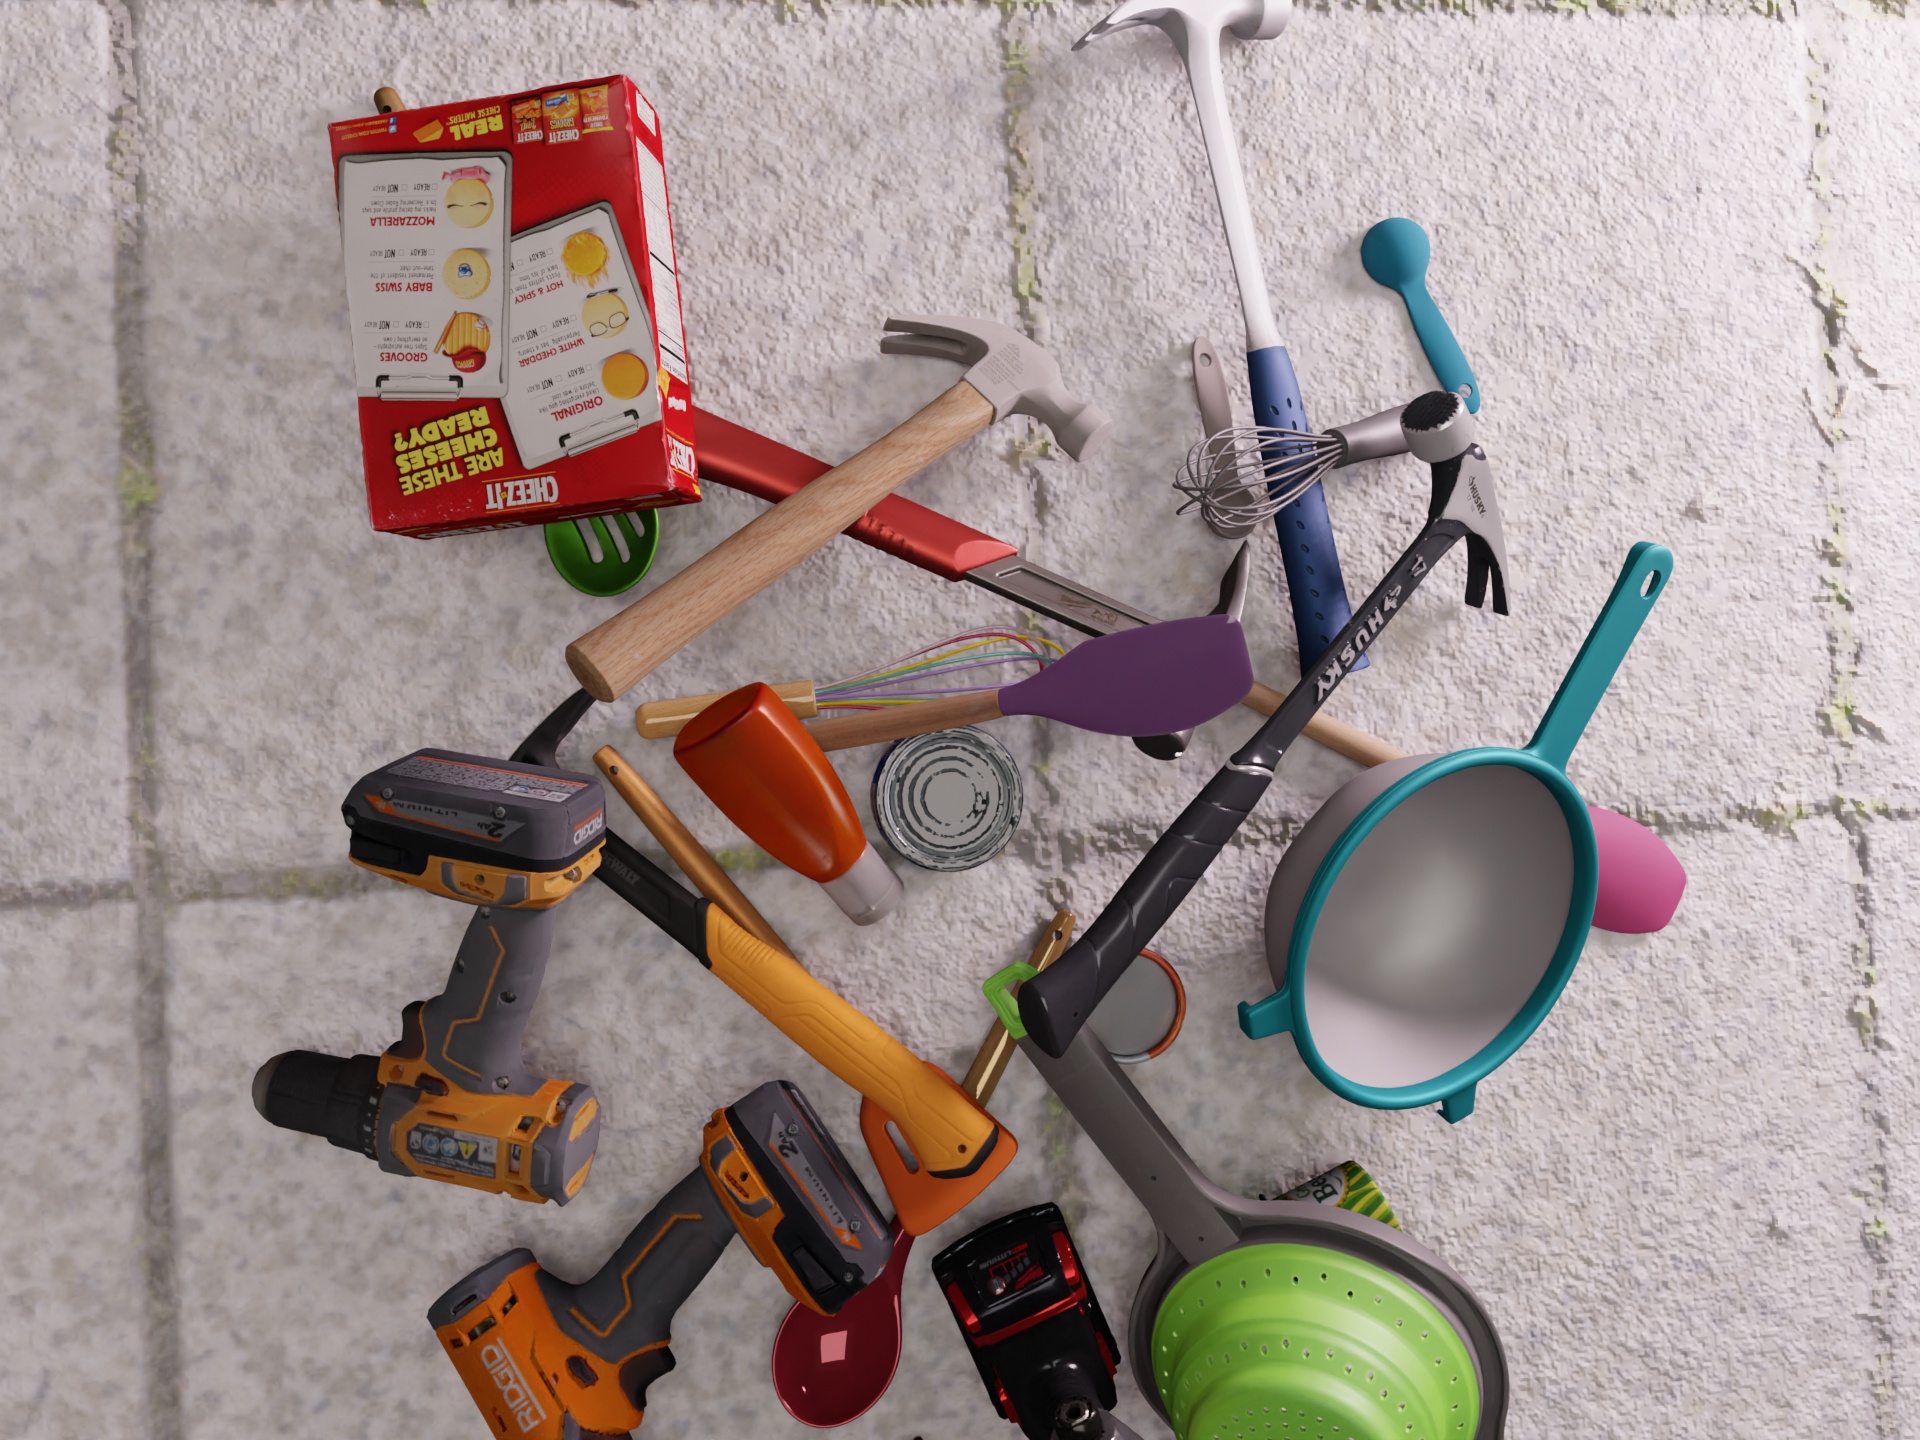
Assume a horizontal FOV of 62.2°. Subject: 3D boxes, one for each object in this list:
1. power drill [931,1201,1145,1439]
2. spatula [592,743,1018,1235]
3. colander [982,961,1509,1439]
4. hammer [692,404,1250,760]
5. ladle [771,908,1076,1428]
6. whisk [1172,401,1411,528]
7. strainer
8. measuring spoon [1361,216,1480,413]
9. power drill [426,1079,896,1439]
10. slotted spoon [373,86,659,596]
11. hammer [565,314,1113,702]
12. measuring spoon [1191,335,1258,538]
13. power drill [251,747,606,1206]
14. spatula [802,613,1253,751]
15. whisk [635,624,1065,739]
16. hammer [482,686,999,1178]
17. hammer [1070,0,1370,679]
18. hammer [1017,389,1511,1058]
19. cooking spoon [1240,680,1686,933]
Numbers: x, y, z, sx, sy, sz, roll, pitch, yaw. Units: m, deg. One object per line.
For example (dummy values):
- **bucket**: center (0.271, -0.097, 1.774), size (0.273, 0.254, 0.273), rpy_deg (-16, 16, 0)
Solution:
- **power drill**: center (0.056, 0.348, 0.799), size (0.078, 0.220, 0.143), rpy_deg (-24, 109, -6)
- **spatula**: center (-0.098, 0.140, 0.888), size (0.081, 0.041, 0.322), rpy_deg (-40, 92, 3)
- **colander**: center (0.131, 0.302, 0.834), size (0.204, 0.094, 0.397), rpy_deg (-36, 94, 27)
- **hammer**: center (-0.016, -0.109, 0.891), size (0.359, 0.036, 0.149), rpy_deg (24, 57, 1)
- **ladle**: center (-0.013, 0.248, 0.902), size (0.069, 0.031, 0.315), rpy_deg (28, 84, 2)
- **whisk**: center (0.207, -0.149, 0.886), size (0.239, 0.055, 0.055), rpy_deg (-20, 91, -35)
- **strainer**: center (0.275, 0.046, 0.883), size (0.210, 0.095, 0.340), rpy_deg (27, 93, -32)
- **measuring spoon**: center (0.281, -0.242, 0.946), size (0.042, 0.021, 0.128), rpy_deg (-27, 90, -6)
- **power drill**: center (-0.149, 0.316, 0.844), size (0.226, 0.084, 0.164), rpy_deg (-35, 76, -4)
- **slotted spoon**: center (-0.252, -0.212, 0.887), size (0.070, 0.031, 0.314), rpy_deg (-27, 89, 13)
- **hammer**: center (-0.070, -0.116, 0.842), size (0.130, 0.031, 0.331), rpy_deg (44, 62, 12)
- **measuring spoon**: center (0.149, -0.165, 0.937), size (0.034, 0.018, 0.124), rpy_deg (-5, 82, -24)
- **power drill**: center (-0.277, 0.133, 0.830), size (0.185, 0.084, 0.226), rpy_deg (9, 104, 8)
- **spatula**: center (-0.001, -0.003, 0.853), size (0.316, 0.018, 0.059), rpy_deg (-10, 106, 17)
- **whisk**: center (-0.061, -0.017, 0.900), size (0.245, 0.051, 0.047), rpy_deg (-8, 71, -2)
- **hammer**: center (-0.113, 0.124, 0.861), size (0.337, 0.034, 0.127), rpy_deg (38, 96, 3)
- **hammer**: center (0.168, -0.223, 0.913), size (0.144, 0.035, 0.405), rpy_deg (-15, 94, -30)
- **hammer**: center (0.169, 0.014, 0.859), size (0.409, 0.036, 0.149), rpy_deg (-49, 130, -13)
- **cooking spoon**: center (0.290, 0.042, 0.942), size (0.319, 0.017, 0.069), rpy_deg (26, 87, -5)
